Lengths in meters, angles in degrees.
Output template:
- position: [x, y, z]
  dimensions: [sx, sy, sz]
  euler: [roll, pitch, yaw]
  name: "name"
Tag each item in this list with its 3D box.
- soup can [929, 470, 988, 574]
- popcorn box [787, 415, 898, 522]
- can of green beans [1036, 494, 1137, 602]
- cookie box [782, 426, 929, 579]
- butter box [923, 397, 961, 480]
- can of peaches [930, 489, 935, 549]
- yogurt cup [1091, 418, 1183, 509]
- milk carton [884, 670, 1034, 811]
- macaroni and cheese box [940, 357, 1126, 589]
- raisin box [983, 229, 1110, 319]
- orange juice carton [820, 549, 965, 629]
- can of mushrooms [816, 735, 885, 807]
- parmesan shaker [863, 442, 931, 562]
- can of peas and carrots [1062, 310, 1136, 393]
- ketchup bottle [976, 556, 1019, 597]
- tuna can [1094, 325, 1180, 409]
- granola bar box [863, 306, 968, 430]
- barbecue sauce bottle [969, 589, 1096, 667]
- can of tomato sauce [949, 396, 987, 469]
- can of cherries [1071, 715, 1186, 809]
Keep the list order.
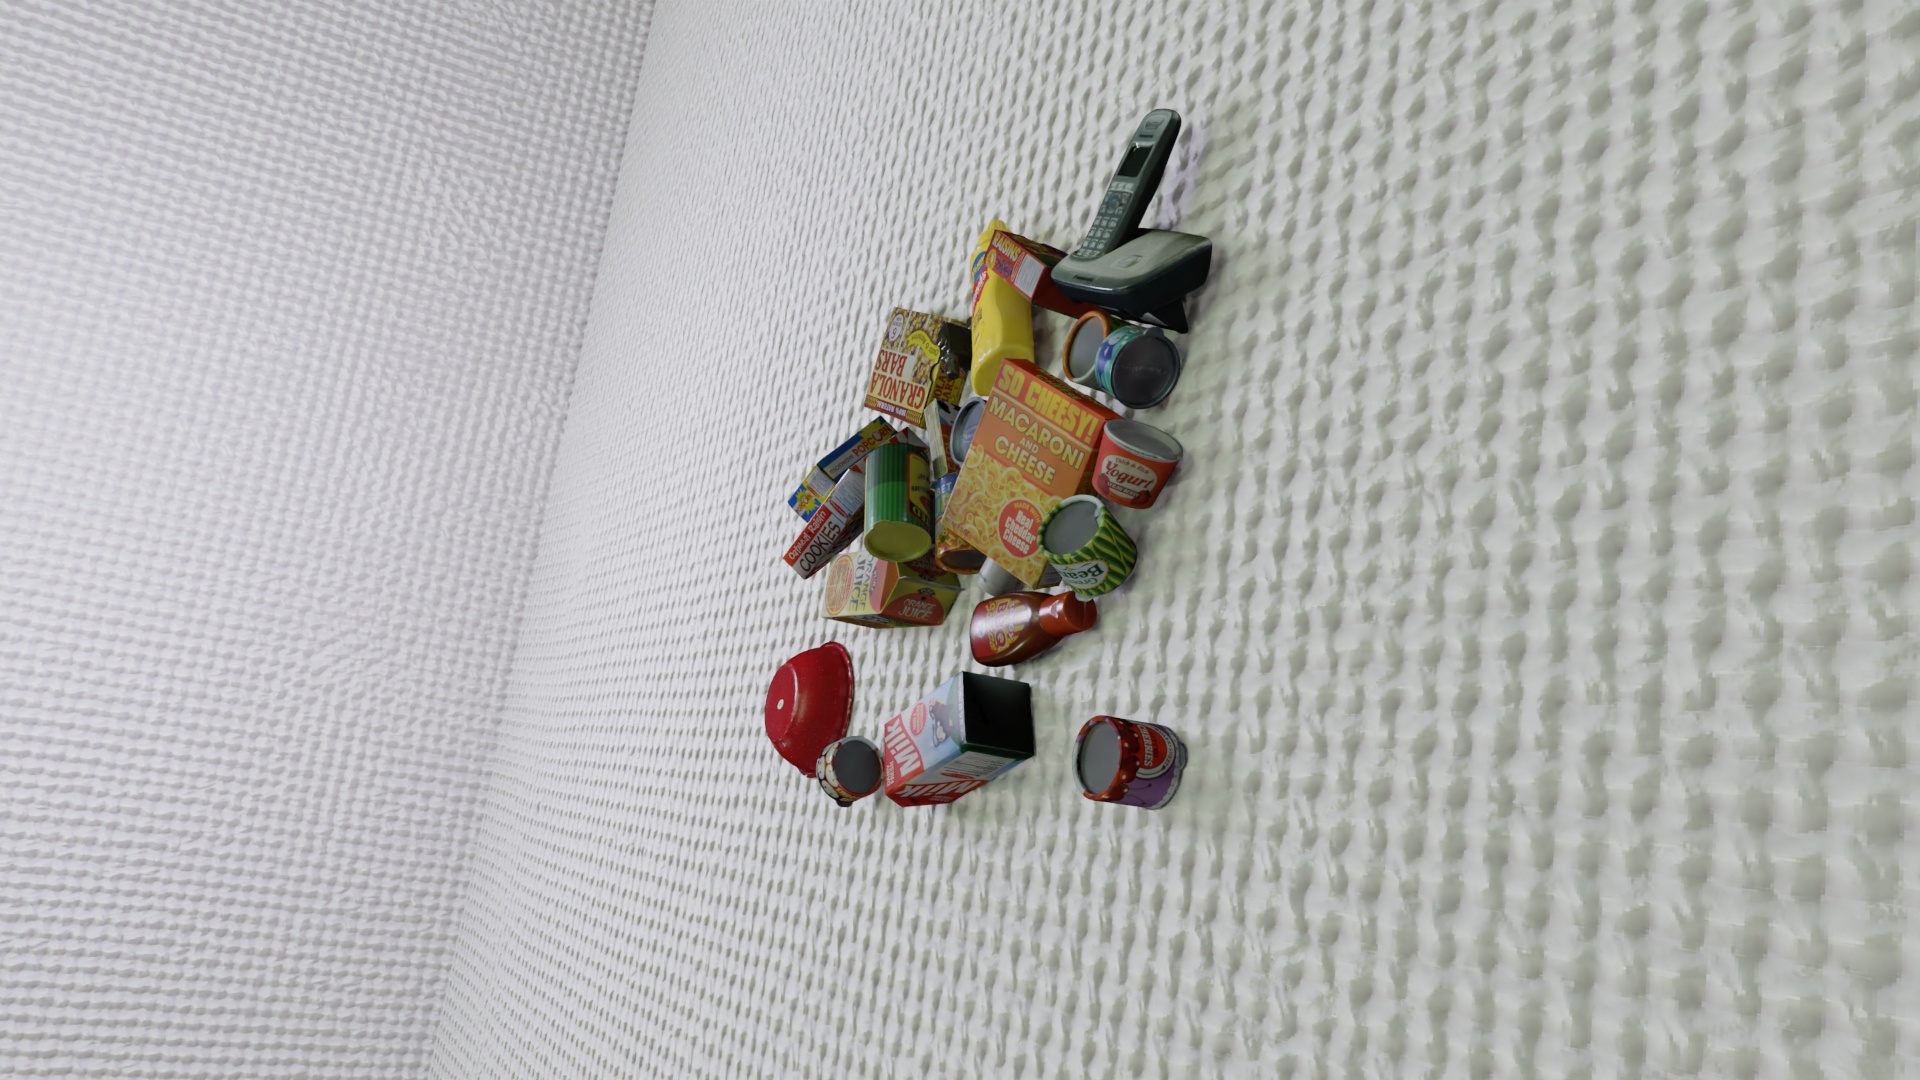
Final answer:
- position: [0.005, -0.017, 1.356]
  dimensions: [0.071, 0.071, 0.084]
  euler: [-35, 48, 50]
  name: "soup can"
- position: [-0.132, -0.081, 1.583]
  dimensions: [0.127, 0.038, 0.084]
  euler: [-42, -3, -43]
  name: "popcorn box"
- position: [0.105, 0.004, 1.156]
  dimensions: [0.071, 0.057, 0.071]
  euler: [-22, 44, 23]
  name: "can of green beans"
- position: [-0.116, -0.040, 1.545]
  dimensions: [0.166, 0.040, 0.123]
  euler: [-49, -4, 40]
  name: "cookie box"
- position: [-0.005, -0.095, 1.430]
  dimensions: [0.024, 0.053, 0.104]
  euler: [-45, 41, 39]
  name: "butter box"
- position: [-0.053, -0.022, 1.462]
  dimensions: [0.058, 0.071, 0.071]
  euler: [-8, 70, 59]
  name: "can of peaches"
- position: [0.142, -0.062, 1.142]
  dimensions: [0.072, 0.072, 0.053]
  euler: [-121, 44, -53]
  name: "yogurt cup"
- position: [-0.015, 0.192, 1.292]
  dimensions: [0.189, 0.073, 0.072]
  euler: [-40, 44, 47]
  name: "milk carton"
- position: [0.062, -0.060, 1.221]
  dimensions: [0.124, 0.040, 0.165]
  euler: [36, 115, 33]
  name: "macaroni and cheese box"
- position: [0.084, -0.249, 1.309]
  dimensions: [0.040, 0.086, 0.124]
  euler: [-67, 30, 19]
  name: "raisin box"
- position: [-0.072, 0.050, 1.461]
  dimensions: [0.192, 0.072, 0.073]
  euler: [-9, 69, 60]
  name: "orange juice carton"
- position: [-0.114, 0.241, 1.453]
  dimensions: [0.033, 0.071, 0.071]
  euler: [-32, 51, 50]
  name: "can of mushrooms"
- position: [-0.063, -0.040, 1.381]
  dimensions: [0.071, 0.071, 0.103]
  euler: [-45, 36, 43]
  name: "parmesan shaker"
- position: [0.130, -0.163, 1.214]
  dimensions: [0.070, 0.059, 0.071]
  euler: [-34, 49, 50]
  name: "can of peas and carrots"
- position: [0.061, -0.015, 1.282]
  dimensions: [0.065, 0.043, 0.148]
  euler: [53, 124, 43]
  name: "ketchup bottle"
- position: [0.148, -0.148, 1.166]
  dimensions: [0.033, 0.071, 0.071]
  euler: [44, 116, 58]
  name: "tuna can"
- position: [-0.047, -0.194, 1.565]
  dimensions: [0.166, 0.039, 0.124]
  euler: [27, 101, 61]
  name: "granola bar box"
- position: [0.064, 0.073, 1.237]
  dimensions: [0.148, 0.044, 0.065]
  euler: [-21, 62, 56]
  name: "barbecue sauce bottle"
- position: [0.042, -0.092, 1.312]
  dimensions: [0.071, 0.083, 0.071]
  euler: [-34, 49, 51]
  name: "can of tomato sauce"
- position: [0.128, 0.168, 1.063]
  dimensions: [0.071, 0.058, 0.072]
  euler: [-34, 48, 51]
  name: "can of cherries"
